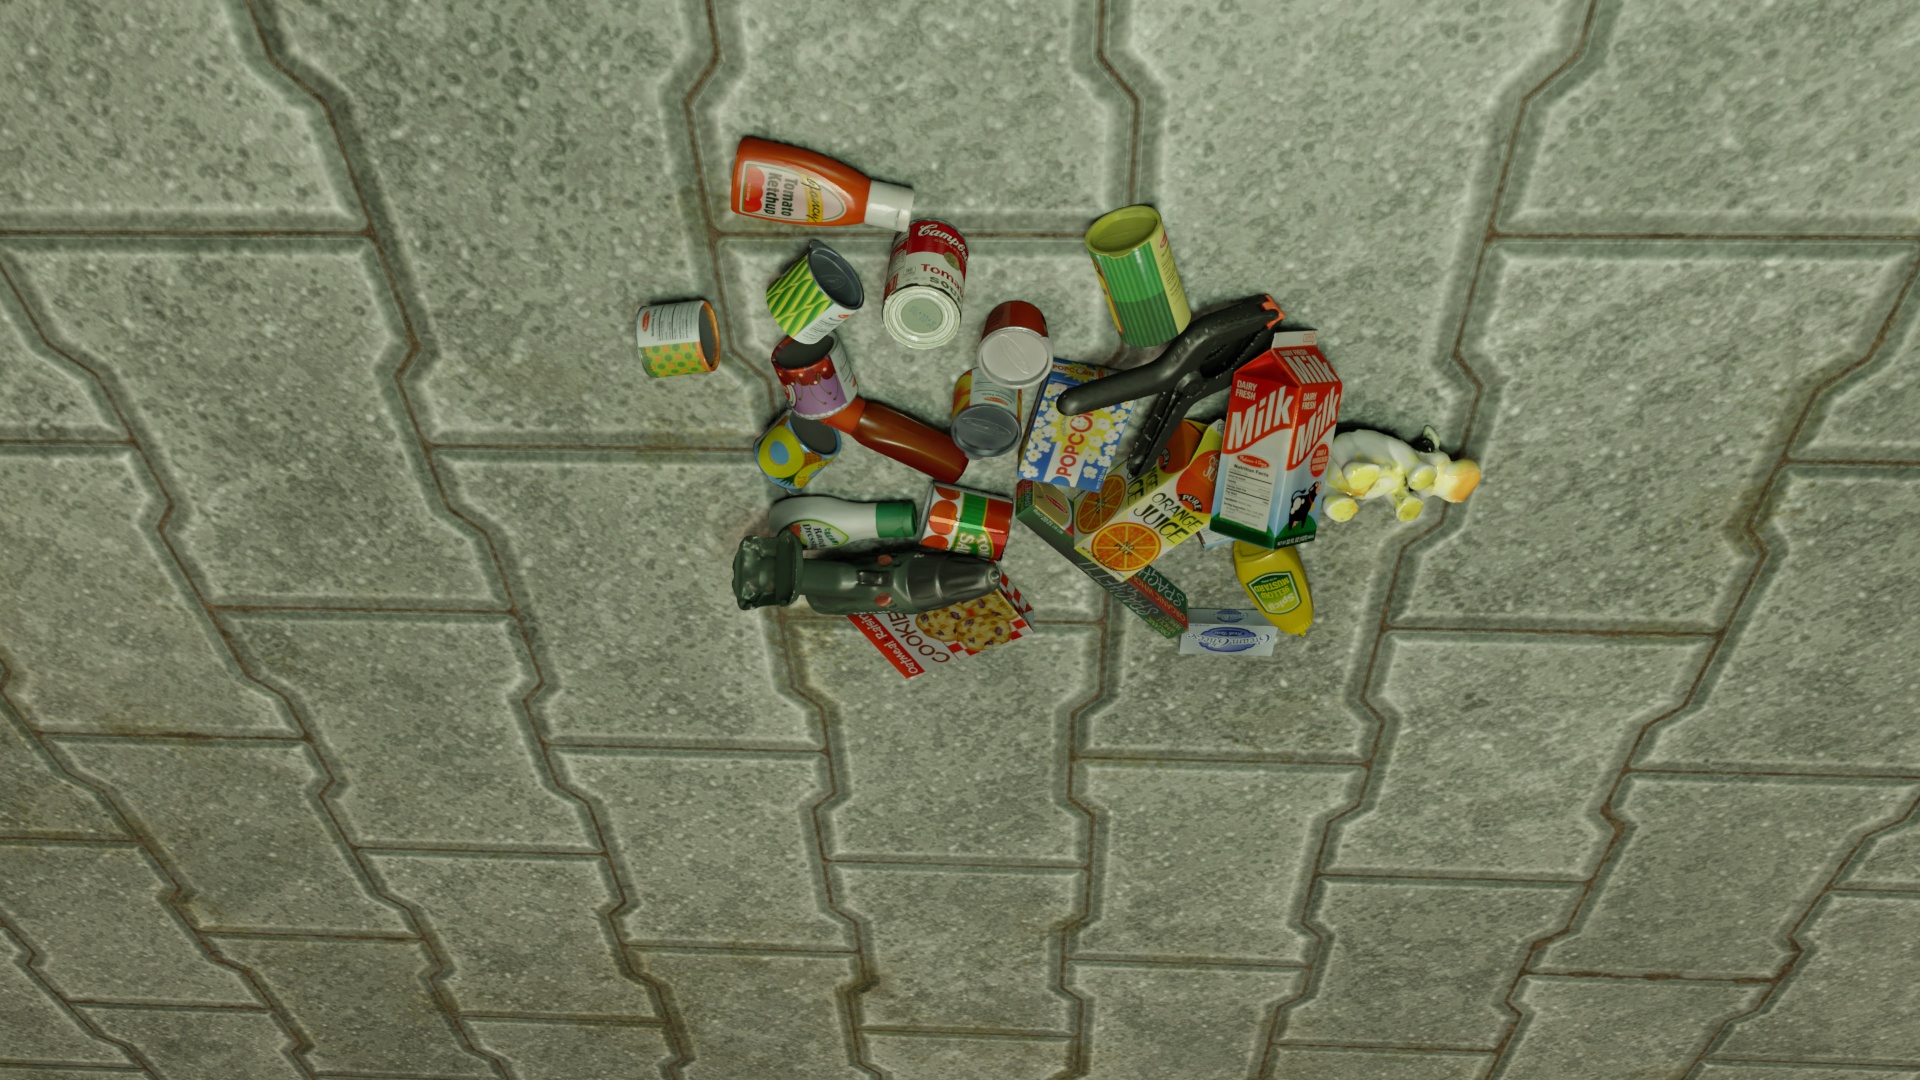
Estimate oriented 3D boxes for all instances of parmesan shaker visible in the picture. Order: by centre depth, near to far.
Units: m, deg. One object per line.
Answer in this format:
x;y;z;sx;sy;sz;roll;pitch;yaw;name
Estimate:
0.152;-0.222;1.185;0.071;0.072;0.102;-13;132;16;parmesan shaker

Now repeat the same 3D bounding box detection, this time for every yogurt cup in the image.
0.049;-0.178;1.248;0.072;0.054;0.072;2;134;2;yogurt cup

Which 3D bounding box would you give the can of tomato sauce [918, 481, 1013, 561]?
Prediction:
0.005;-0.018;1.397;0.083;0.071;0.070;12;134;-7;can of tomato sauce

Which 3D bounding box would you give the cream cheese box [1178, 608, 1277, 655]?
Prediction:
0.293;0.101;1.526;0.104;0.024;0.053;1;136;3;cream cheese box

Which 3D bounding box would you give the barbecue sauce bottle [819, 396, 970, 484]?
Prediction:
-0.065;-0.102;1.332;0.148;0.044;0.064;24;167;-12;barbecue sauce bottle

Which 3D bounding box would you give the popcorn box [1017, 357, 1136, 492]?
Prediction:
0.109;-0.109;1.323;0.085;0.038;0.126;10;134;-7;popcorn box

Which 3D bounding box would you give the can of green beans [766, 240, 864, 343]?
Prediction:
-0.128;-0.214;1.216;0.057;0.071;0.071;-33;124;31;can of green beans

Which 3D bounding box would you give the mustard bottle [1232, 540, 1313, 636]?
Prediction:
0.338;0.054;1.459;0.065;0.049;0.159;-19;130;23;mustard bottle

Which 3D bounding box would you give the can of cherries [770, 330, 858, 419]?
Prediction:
-0.136;-0.153;1.276;0.071;0.072;0.058;-9;133;12;can of cherries

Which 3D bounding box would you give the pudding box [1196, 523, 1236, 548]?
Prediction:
0.276;-0.027;1.398;0.083;0.030;0.049;-17;130;20;pudding box

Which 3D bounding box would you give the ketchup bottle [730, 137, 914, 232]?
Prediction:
-0.114;-0.290;1.157;0.149;0.044;0.064;10;134;-7;ketchup bottle

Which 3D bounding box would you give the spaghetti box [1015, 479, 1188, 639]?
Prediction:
0.150;0.019;1.438;0.028;0.050;0.249;-32;125;33;spaghetti box

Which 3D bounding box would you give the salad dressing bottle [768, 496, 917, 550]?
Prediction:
-0.120;-0.019;1.423;0.148;0.044;0.064;-3;141;7;salad dressing bottle

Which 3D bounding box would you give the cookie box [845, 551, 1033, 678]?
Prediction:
-0.022;0.078;1.515;0.167;0.040;0.122;-22;129;22;cookie box

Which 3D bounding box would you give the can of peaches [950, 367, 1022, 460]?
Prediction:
0.024;-0.119;1.305;0.071;0.058;0.070;2;135;2;can of peaches

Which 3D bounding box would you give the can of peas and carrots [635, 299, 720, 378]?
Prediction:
-0.254;-0.181;1.259;0.059;0.071;0.070;-5;134;8;can of peas and carrots

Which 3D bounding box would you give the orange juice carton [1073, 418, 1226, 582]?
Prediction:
0.202;-0.047;1.352;0.071;0.073;0.192;34;127;-26;orange juice carton

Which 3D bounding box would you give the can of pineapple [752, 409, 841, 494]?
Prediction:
-0.156;-0.089;1.339;0.071;0.071;0.057;32;128;-25;can of pineapple

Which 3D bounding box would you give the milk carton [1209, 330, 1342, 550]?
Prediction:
0.288;-0.094;1.254;0.072;0.073;0.189;-10;113;-44;milk carton
